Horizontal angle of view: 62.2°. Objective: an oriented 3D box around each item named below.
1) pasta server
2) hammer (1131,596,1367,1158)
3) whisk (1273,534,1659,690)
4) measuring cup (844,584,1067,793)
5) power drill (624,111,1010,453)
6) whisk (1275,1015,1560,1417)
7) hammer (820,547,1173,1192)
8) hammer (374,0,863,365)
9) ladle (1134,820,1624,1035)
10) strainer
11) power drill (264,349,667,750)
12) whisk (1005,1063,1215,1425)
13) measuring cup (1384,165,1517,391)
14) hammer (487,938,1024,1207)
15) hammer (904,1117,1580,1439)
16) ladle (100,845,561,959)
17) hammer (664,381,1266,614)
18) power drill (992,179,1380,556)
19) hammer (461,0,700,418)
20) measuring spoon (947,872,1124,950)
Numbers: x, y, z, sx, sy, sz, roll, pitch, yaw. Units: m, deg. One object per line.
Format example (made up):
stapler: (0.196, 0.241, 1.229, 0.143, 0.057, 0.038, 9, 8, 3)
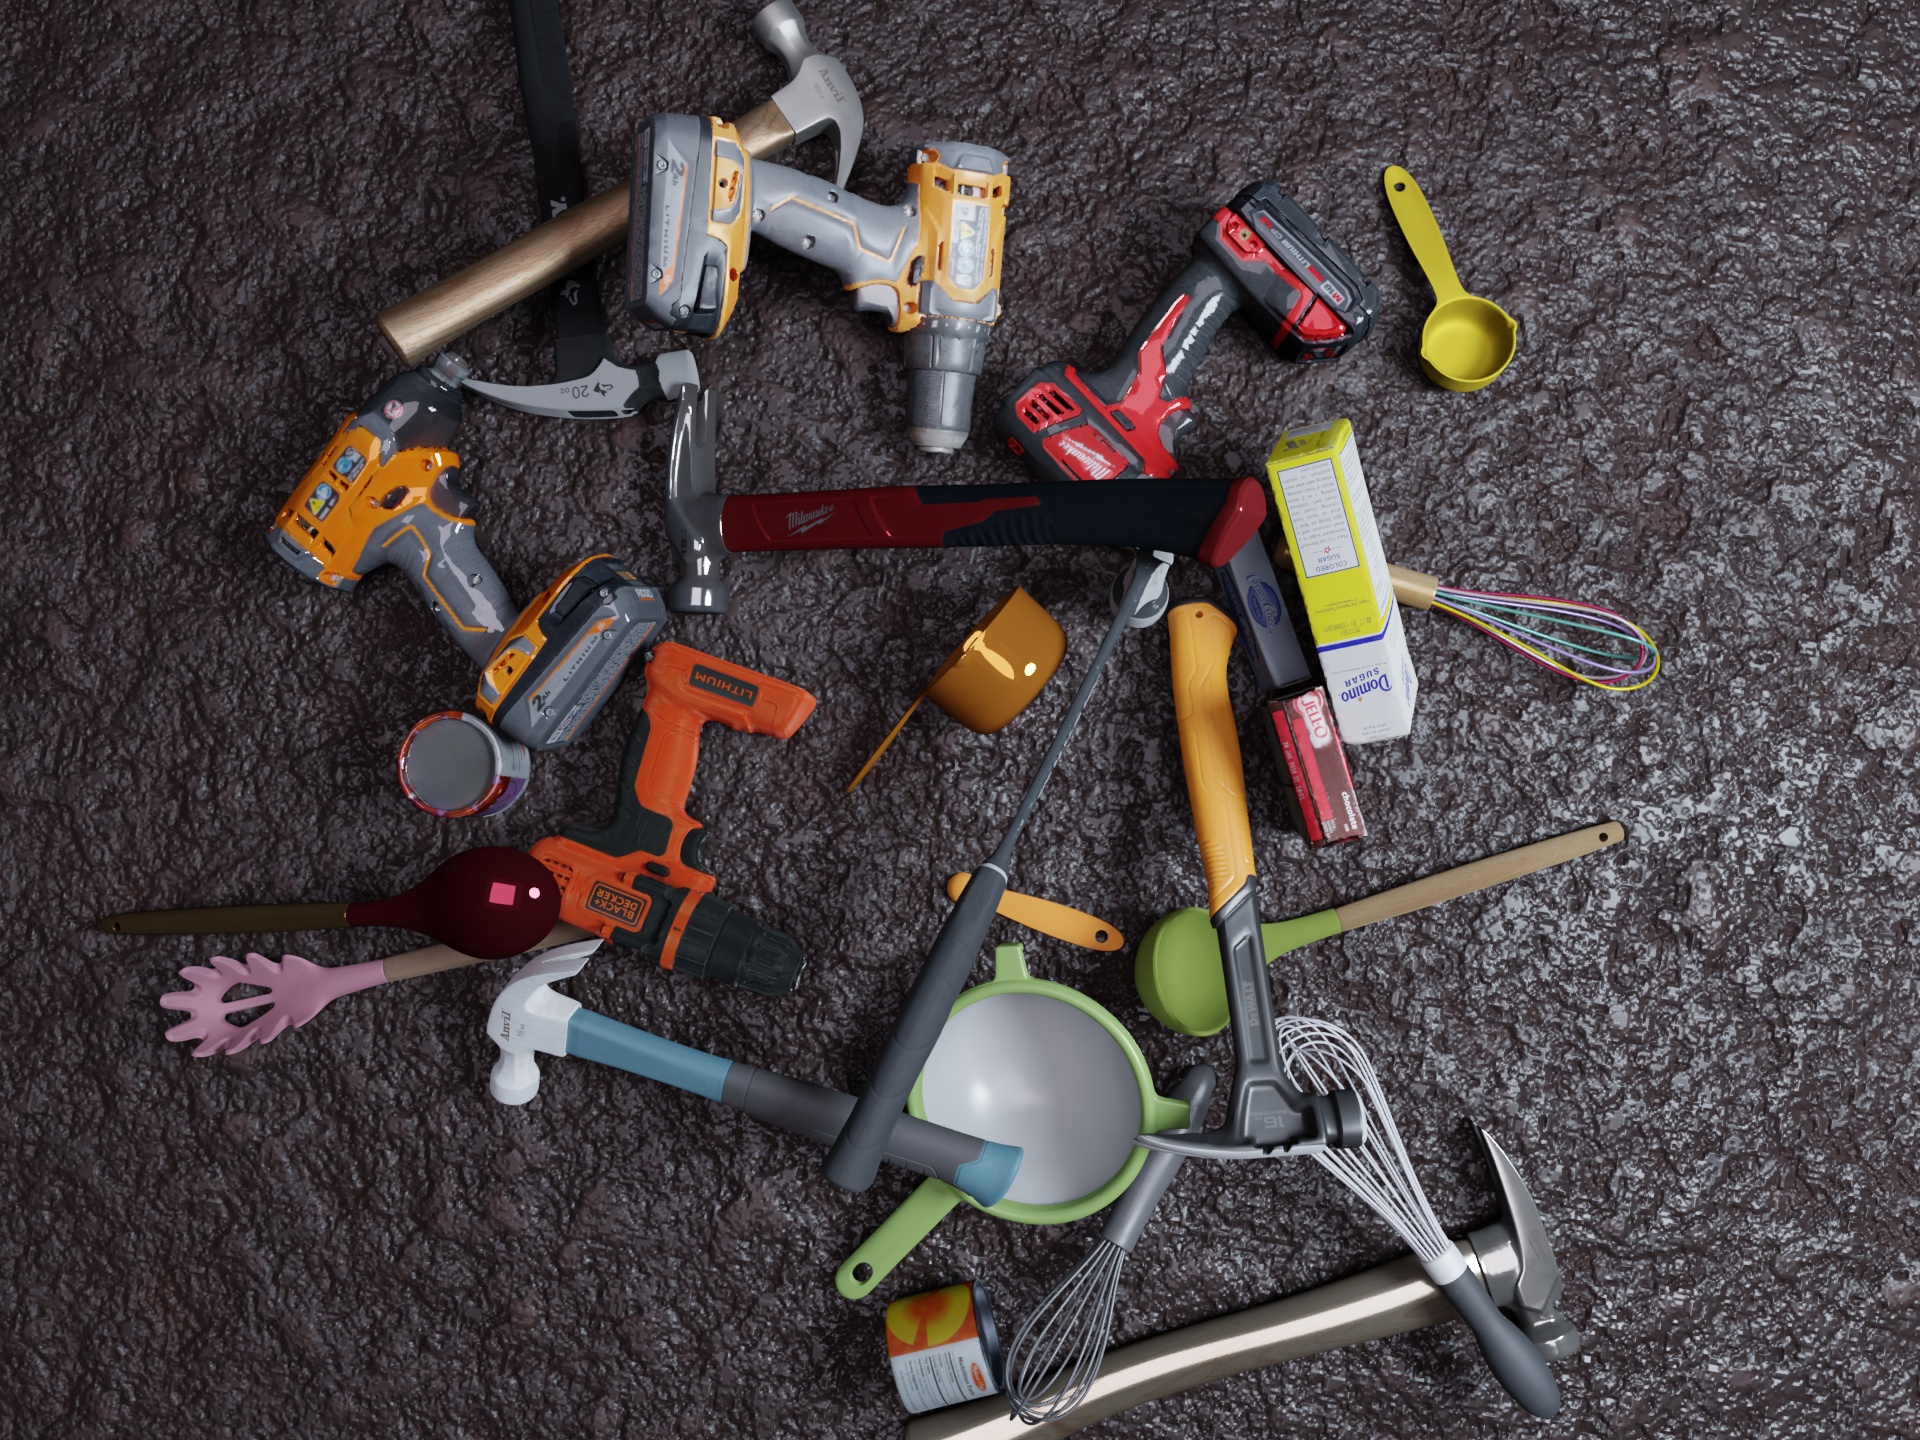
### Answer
pasta server: (-0.334, 0.150, 0.992, 0.316, 0.040, 0.060, -13, 82, 0)
hammer: (0.149, 0.084, 0.934, 0.127, 0.034, 0.337, -3, 69, -2)
whisk: (0.314, -0.069, 0.986, 0.245, 0.051, 0.047, 17, 94, 5)
measuring cup: (-0.002, -0.003, 0.979, 0.052, 0.095, 0.173, 39, 108, -5)
power drill: (-0.081, -0.260, 0.953, 0.226, 0.084, 0.185, 1, 100, -22)
whisk: (0.265, 0.293, 0.937, 0.070, 0.070, 0.284, -35, 90, 0)
hammer: (0.026, 0.073, 0.901, 0.036, 0.149, 0.409, 26, 79, 7)
hammer: (-0.203, -0.312, 0.974, 0.331, 0.031, 0.130, -35, 91, -13)
ladle: (0.259, 0.116, 0.974, 0.320, 0.062, 0.078, -17, 90, -2)
strainer: (0.014, 0.259, 0.978, 0.151, 0.069, 0.256, 42, 107, 5)
power drill: (-0.294, -0.107, 0.972, 0.226, 0.084, 0.164, 39, 98, 5)
whisk: (0.093, 0.314, 0.961, 0.055, 0.055, 0.239, 31, 76, 2)
measuring cup: (0.300, -0.279, 1.006, 0.062, 0.029, 0.157, -18, 76, 0)
hammer: (-0.125, 0.220, 0.943, 0.331, 0.033, 0.128, 16, 120, 8)
hammer: (0.161, 0.375, 0.977, 0.410, 0.038, 0.146, -18, 86, 1)
ladle: (-0.391, 0.117, 0.968, 0.315, 0.031, 0.069, -4, 98, 15)
hammer: (-0.014, -0.131, 0.900, 0.386, 0.038, 0.143, 3, 92, 32)
power drill: (0.143, -0.208, 0.978, 0.219, 0.078, 0.143, -43, 88, 2)
hammer: (-0.262, -0.356, 1.009, 0.146, 0.035, 0.335, -9, 88, 0)
measuring spoon: (0.047, 0.121, 0.998, 0.117, 0.011, 0.021, 19, 89, 2)
